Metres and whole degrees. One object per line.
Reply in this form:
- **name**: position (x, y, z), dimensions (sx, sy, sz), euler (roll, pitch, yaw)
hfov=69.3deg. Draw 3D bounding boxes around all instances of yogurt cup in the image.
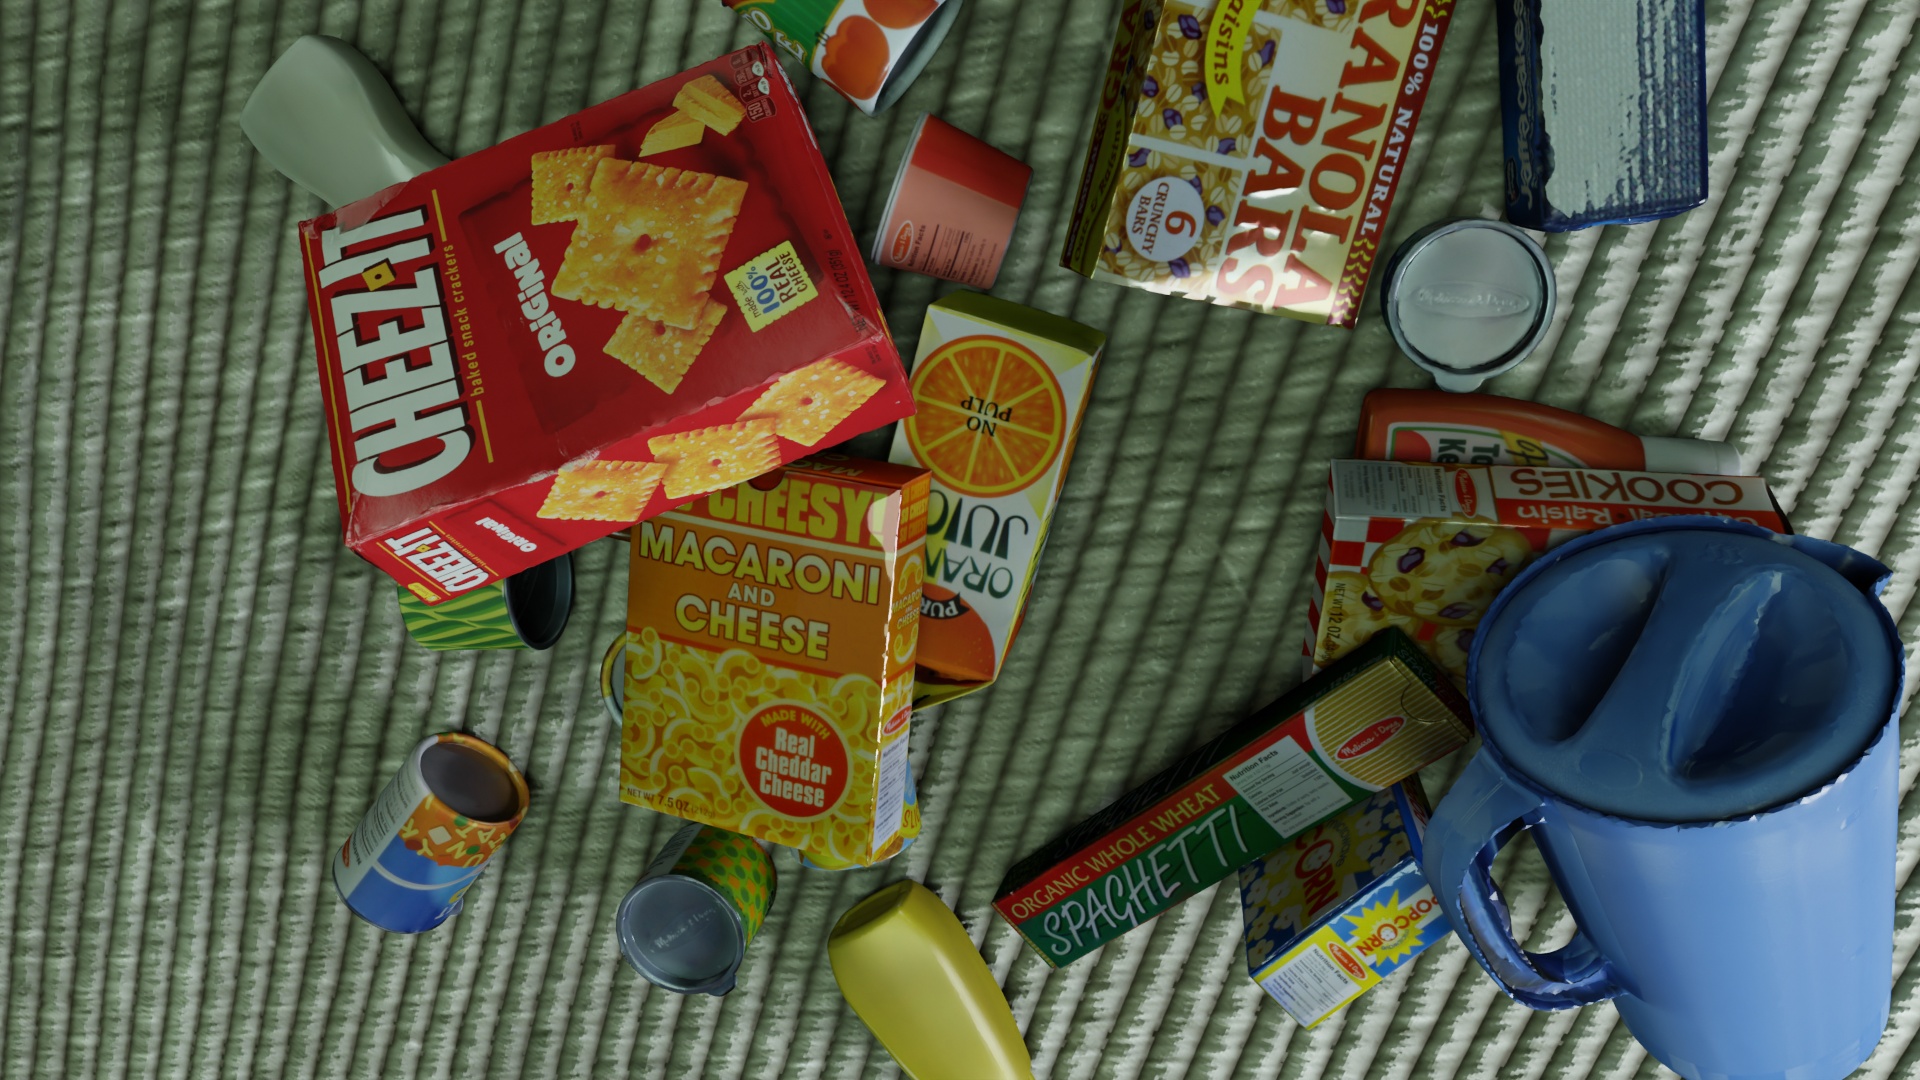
- **yogurt cup**: position (-0.003, -0.141, 0.591), dimensions (0.054, 0.072, 0.072), euler (20, 108, -4)

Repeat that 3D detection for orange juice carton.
- **orange juice carton**: position (0.002, -0.008, 0.622), dimensions (0.073, 0.072, 0.192), euler (18, 107, 6)

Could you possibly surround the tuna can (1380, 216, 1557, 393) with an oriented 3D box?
- **tuna can**: position (0.210, -0.099, 0.579), dimensions (0.071, 0.033, 0.071), euler (3, 106, 10)

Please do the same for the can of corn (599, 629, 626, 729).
- **can of corn**: position (-0.131, 0.059, 0.671), dimensions (0.071, 0.058, 0.071), euler (3, 106, 9)

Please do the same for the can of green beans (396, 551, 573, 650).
- **can of green beans**: position (-0.230, 0.020, 0.674), dimensions (0.058, 0.071, 0.071), euler (-1, 105, 11)

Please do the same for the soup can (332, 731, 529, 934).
- **soup can**: position (-0.271, 0.152, 0.720), dimensions (0.071, 0.071, 0.083), euler (40, 108, -2)

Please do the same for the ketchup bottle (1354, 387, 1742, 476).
- **ketchup bottle**: position (0.244, -0.029, 0.587), dimensions (0.149, 0.044, 0.064), euler (4, 116, 8)

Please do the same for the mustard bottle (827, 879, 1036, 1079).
- **mustard bottle**: position (-0.003, 0.251, 0.707), dimensions (0.065, 0.049, 0.160), euler (-30, 99, 16)

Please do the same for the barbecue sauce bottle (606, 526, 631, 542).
- **barbecue sauce bottle**: position (-0.155, -0.028, 0.659), dimensions (0.148, 0.044, 0.064), euler (25, 99, 2)

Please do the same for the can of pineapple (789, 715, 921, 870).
- **can of pineapple**: position (-0.054, 0.118, 0.670), dimensions (0.071, 0.071, 0.057), euler (-6, 105, 12)

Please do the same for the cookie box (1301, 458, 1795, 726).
- **cookie box**: position (0.234, 0.027, 0.580), dimensions (0.167, 0.040, 0.122), euler (3, 133, 9)

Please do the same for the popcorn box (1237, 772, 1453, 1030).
- **popcorn box**: position (0.165, 0.141, 0.605), dimensions (0.038, 0.127, 0.085), euler (44, 108, -8)

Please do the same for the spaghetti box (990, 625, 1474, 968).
- **spaghetti box**: position (0.113, 0.124, 0.629), dimensions (0.050, 0.029, 0.249), euler (46, 123, -6)

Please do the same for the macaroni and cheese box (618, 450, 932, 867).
- **macaroni and cheese box**: position (-0.081, 0.044, 0.596), dimensions (0.124, 0.040, 0.166), euler (10, 105, 17)

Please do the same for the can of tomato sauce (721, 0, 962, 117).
- **can of tomato sauce**: position (-0.051, -0.225, 0.574), dimensions (0.083, 0.071, 0.071), euler (38, 109, -2)

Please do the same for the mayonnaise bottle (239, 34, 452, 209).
- **mayonnaise bottle**: position (-0.258, -0.160, 0.644), dimensions (0.064, 0.041, 0.148), euler (-42, 96, 18)

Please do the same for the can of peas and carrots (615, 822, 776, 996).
- **can of peas and carrots**: position (-0.131, 0.187, 0.707), dimensions (0.071, 0.059, 0.070), euler (3, 107, 9)

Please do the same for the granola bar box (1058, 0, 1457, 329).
- **granola bar box**: position (0.120, -0.174, 0.545), dimensions (0.124, 0.039, 0.165), euler (6, 109, -21)
